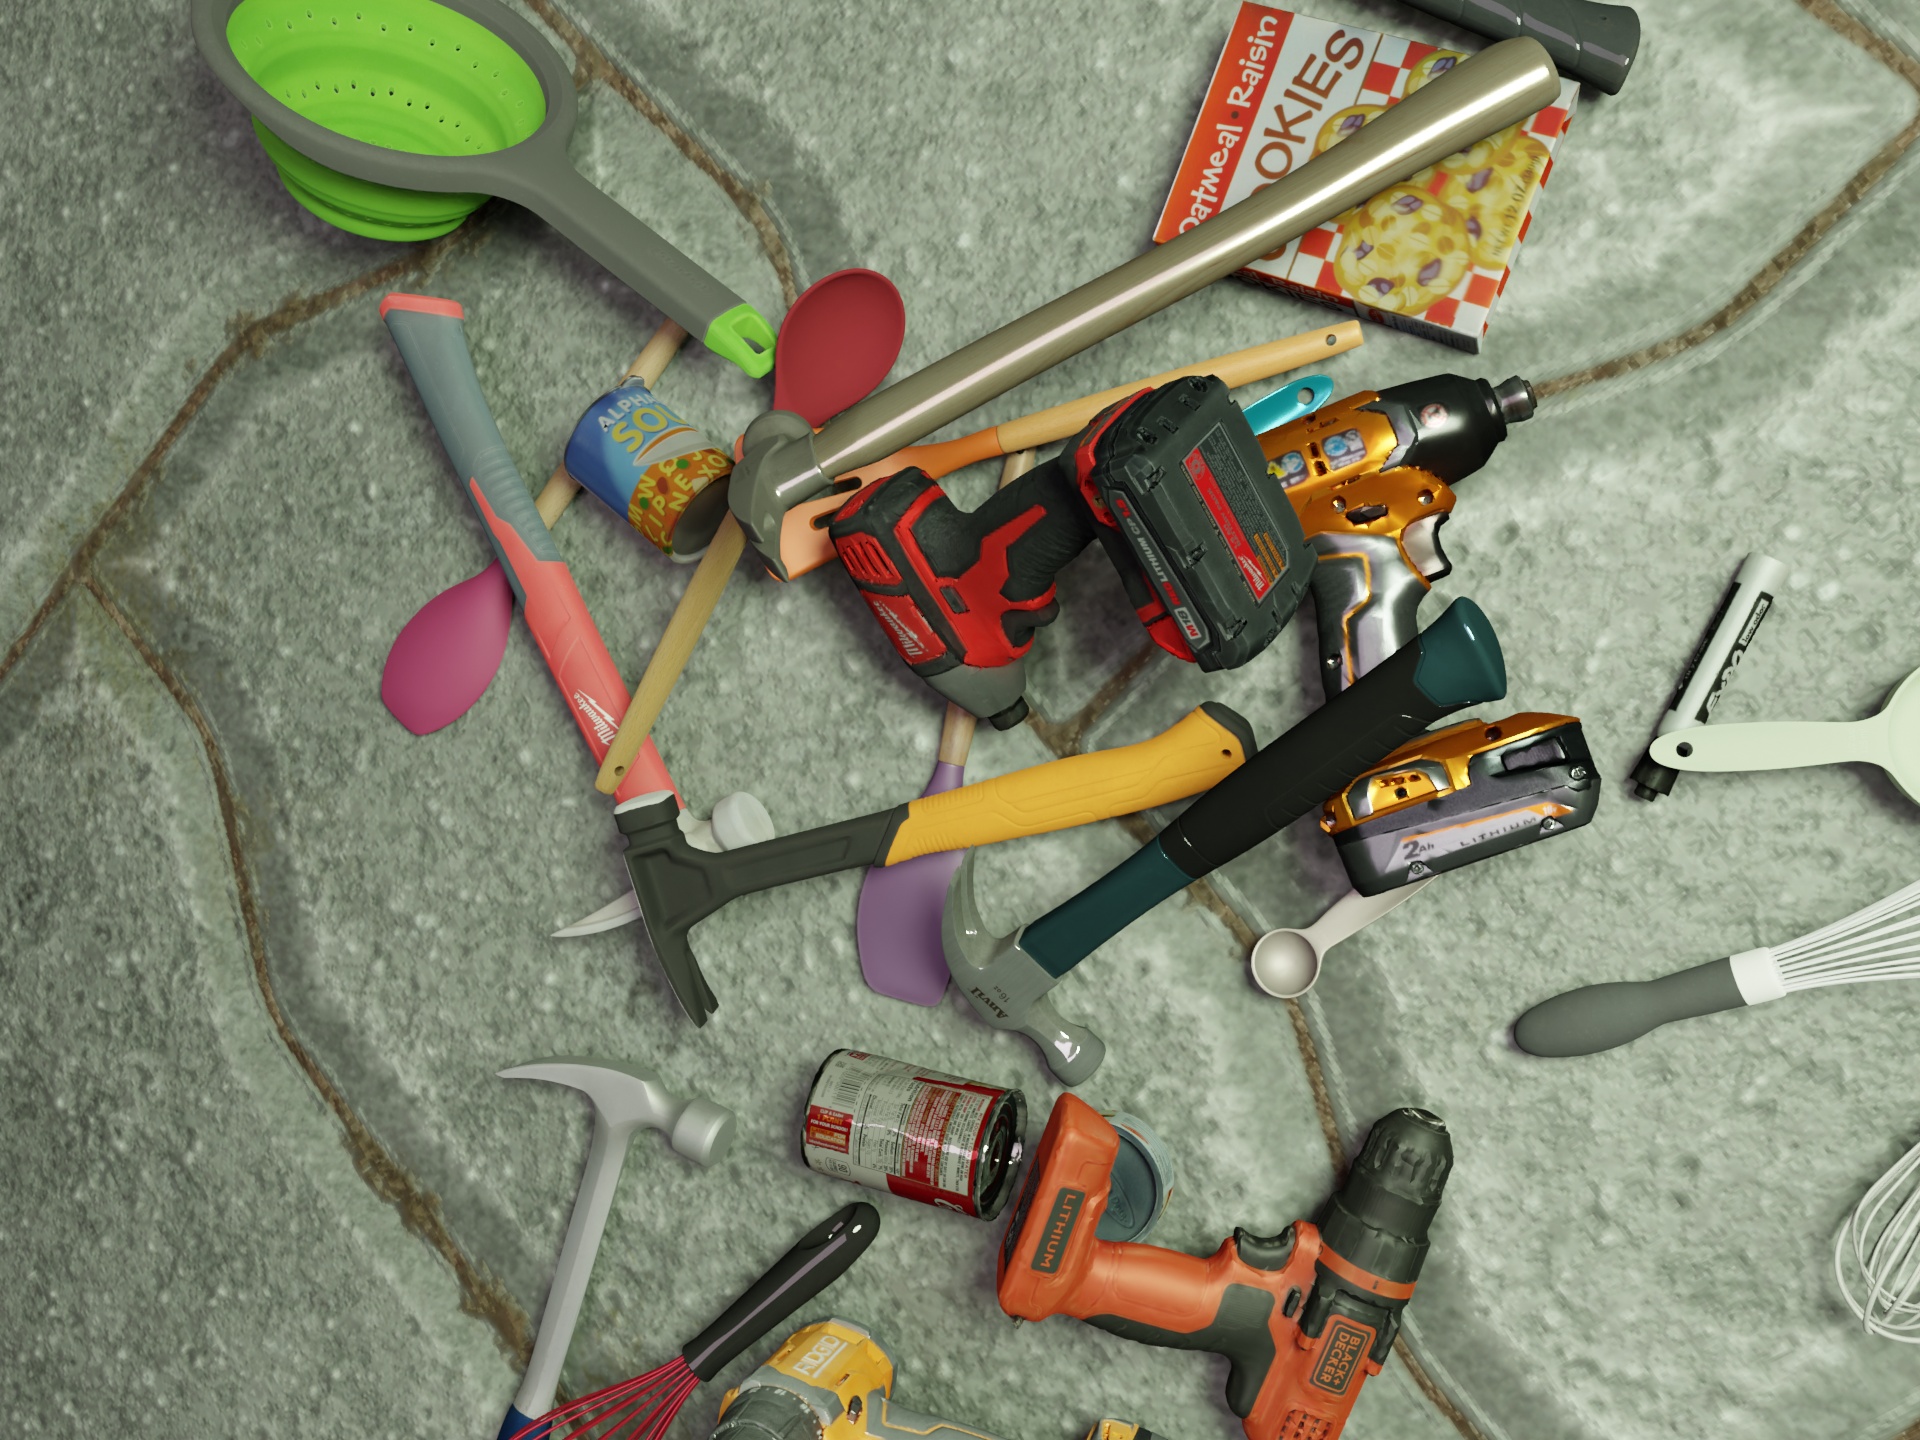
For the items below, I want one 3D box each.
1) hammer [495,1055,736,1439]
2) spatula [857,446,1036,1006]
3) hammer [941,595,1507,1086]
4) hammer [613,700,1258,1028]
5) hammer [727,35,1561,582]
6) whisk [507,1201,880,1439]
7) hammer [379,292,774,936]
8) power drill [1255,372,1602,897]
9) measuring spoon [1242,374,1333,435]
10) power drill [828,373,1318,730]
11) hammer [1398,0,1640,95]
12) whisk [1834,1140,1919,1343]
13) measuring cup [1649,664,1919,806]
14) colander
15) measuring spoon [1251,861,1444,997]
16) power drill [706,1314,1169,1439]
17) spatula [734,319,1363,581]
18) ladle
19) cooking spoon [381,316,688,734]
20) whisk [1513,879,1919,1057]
[{"bbox_3d":[-0.251,0.389,0.928,0.144,0.035,0.405,19,96,19],"label":"hammer"},{"bbox_3d":[-0.001,-0.003,0.851,0.060,0.018,0.316,15,95,14],"label":"spatula"},{"bbox_3d":[0.111,0.055,0.723,0.128,0.033,0.331,43,126,-7],"label":"hammer"},{"bbox_3d":[-0.010,0.062,0.825,0.337,0.034,0.127,-15,97,12],"label":"hammer"},{"bbox_3d":[0.077,-0.191,0.724,0.410,0.146,0.038,-27,118,10],"label":"hammer"},{"bbox_3d":[-0.158,0.362,0.863,0.296,0.073,0.073,-41,76,0],"label":"whisk"},{"bbox_3d":[-0.251,-0.067,0.917,0.143,0.038,0.386,-29,84,18],"label":"hammer"},{"bbox_3d":[0.216,-0.047,0.740,0.164,0.084,0.227,-22,78,16],"label":"power drill"},{"bbox_3d":[0.130,-0.140,0.808,0.128,0.021,0.042,-30,104,9],"label":"measuring spoon"},{"bbox_3d":[0.045,-0.067,0.744,0.220,0.078,0.143,-11,117,47],"label":"power drill"},{"bbox_3d":[0.135,-0.399,0.772,0.409,0.036,0.149,30,61,13],"label":"hammer"},{"bbox_3d":[0.443,0.153,0.672,0.058,0.059,0.246,30,96,46],"label":"whisk"},{"bbox_3d":[0.393,0.009,0.697,0.167,0.038,0.083,-4,88,22],"label":"measuring cup"},{"bbox_3d":[-0.267,-0.294,0.904,0.397,0.204,0.094,39,135,7],"label":"colander"},{"bbox_3d":[0.197,0.093,0.781,0.124,0.018,0.034,-38,64,9],"label":"measuring spoon"},{"bbox_3d":[-0.014,0.372,0.765,0.226,0.185,0.084,15,93,17],"label":"power drill"},{"bbox_3d":[0.041,-0.149,0.805,0.322,0.041,0.081,-14,94,19],"label":"spatula"},{"bbox_3d":[-0.121,-0.101,0.860,0.031,0.069,0.315,29,91,54],"label":"ladle"},{"bbox_3d":[-0.249,-0.121,0.943,0.069,0.017,0.319,42,103,13],"label":"cooking spoon"},{"bbox_3d":[0.375,0.101,0.680,0.284,0.070,0.070,-25,81,30],"label":"whisk"}]
